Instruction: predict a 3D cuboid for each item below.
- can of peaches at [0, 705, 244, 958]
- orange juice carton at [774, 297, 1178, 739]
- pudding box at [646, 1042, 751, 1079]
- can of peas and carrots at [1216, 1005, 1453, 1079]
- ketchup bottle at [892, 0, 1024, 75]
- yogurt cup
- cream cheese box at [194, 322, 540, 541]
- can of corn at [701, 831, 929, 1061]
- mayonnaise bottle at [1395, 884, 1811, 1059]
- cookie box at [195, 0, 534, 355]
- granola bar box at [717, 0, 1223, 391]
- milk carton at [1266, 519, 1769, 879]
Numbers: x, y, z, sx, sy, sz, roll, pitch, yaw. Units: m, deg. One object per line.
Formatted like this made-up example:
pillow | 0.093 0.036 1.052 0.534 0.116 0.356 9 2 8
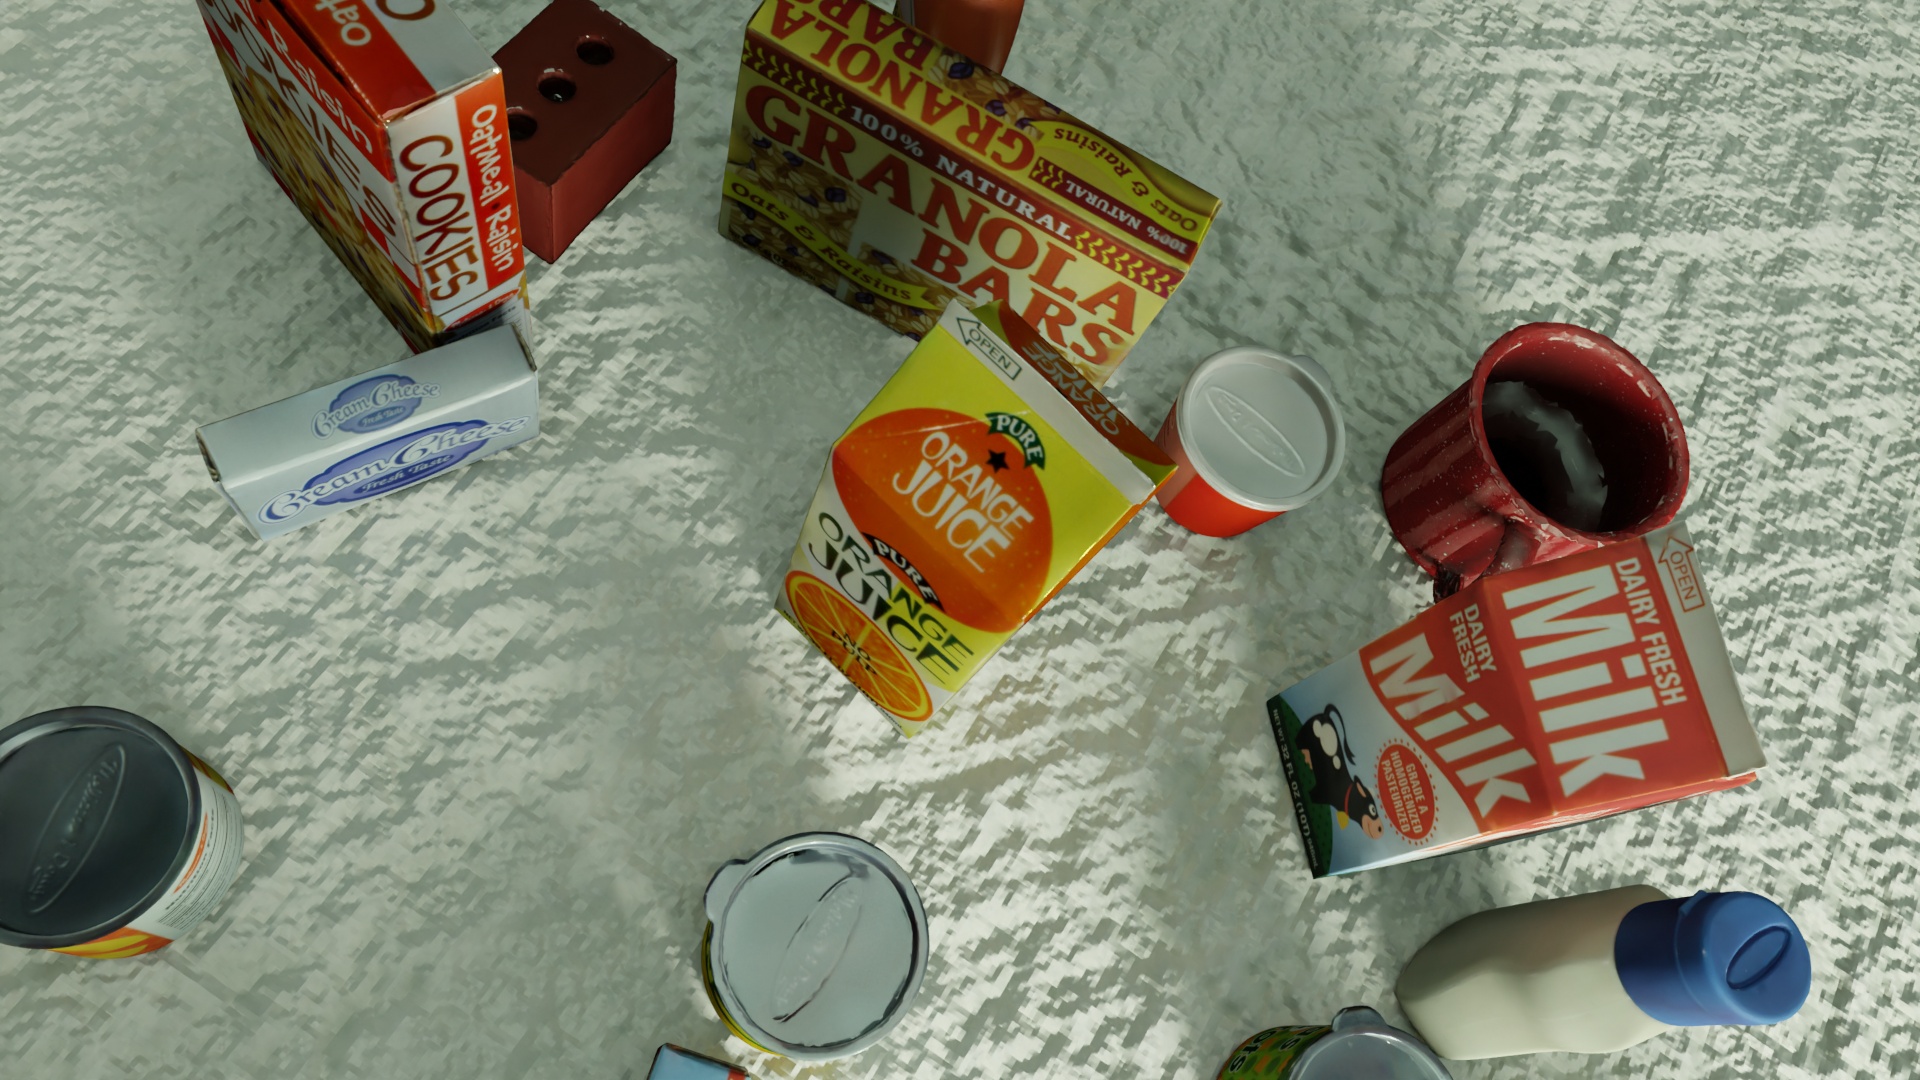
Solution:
can of peaches | -0.253 0.086 0.405 0.071 0.058 0.071 5 69 -12
orange juice carton | 0.002 -0.005 0.431 0.072 0.192 0.073 44 66 4
pudding box | -0.090 0.195 0.410 0.030 0.049 0.084 20 66 -6
can of peas and carrots | 0.123 0.192 0.460 0.071 0.058 0.071 5 69 -12
ketchup bottle | -0.002 -0.198 0.526 0.043 0.148 0.065 -3 71 -15
yogurt cup | 0.108 -0.035 0.545 0.072 0.053 0.072 5 69 -12
cream cheese box | -0.194 -0.036 0.469 0.104 0.053 0.024 -24 78 -21
can of corn | -0.050 0.128 0.441 0.071 0.058 0.071 5 69 -12
mayonnaise bottle | 0.204 0.140 0.451 0.065 0.147 0.041 -29 79 -22
cookie box | -0.193 -0.134 0.444 0.040 0.166 0.123 -37 83 -23
granola bar box | -0.005 -0.118 0.509 0.165 0.123 0.039 28 66 -3
milk carton | 0.180 0.058 0.453 0.073 0.189 0.072 -5 72 -16
